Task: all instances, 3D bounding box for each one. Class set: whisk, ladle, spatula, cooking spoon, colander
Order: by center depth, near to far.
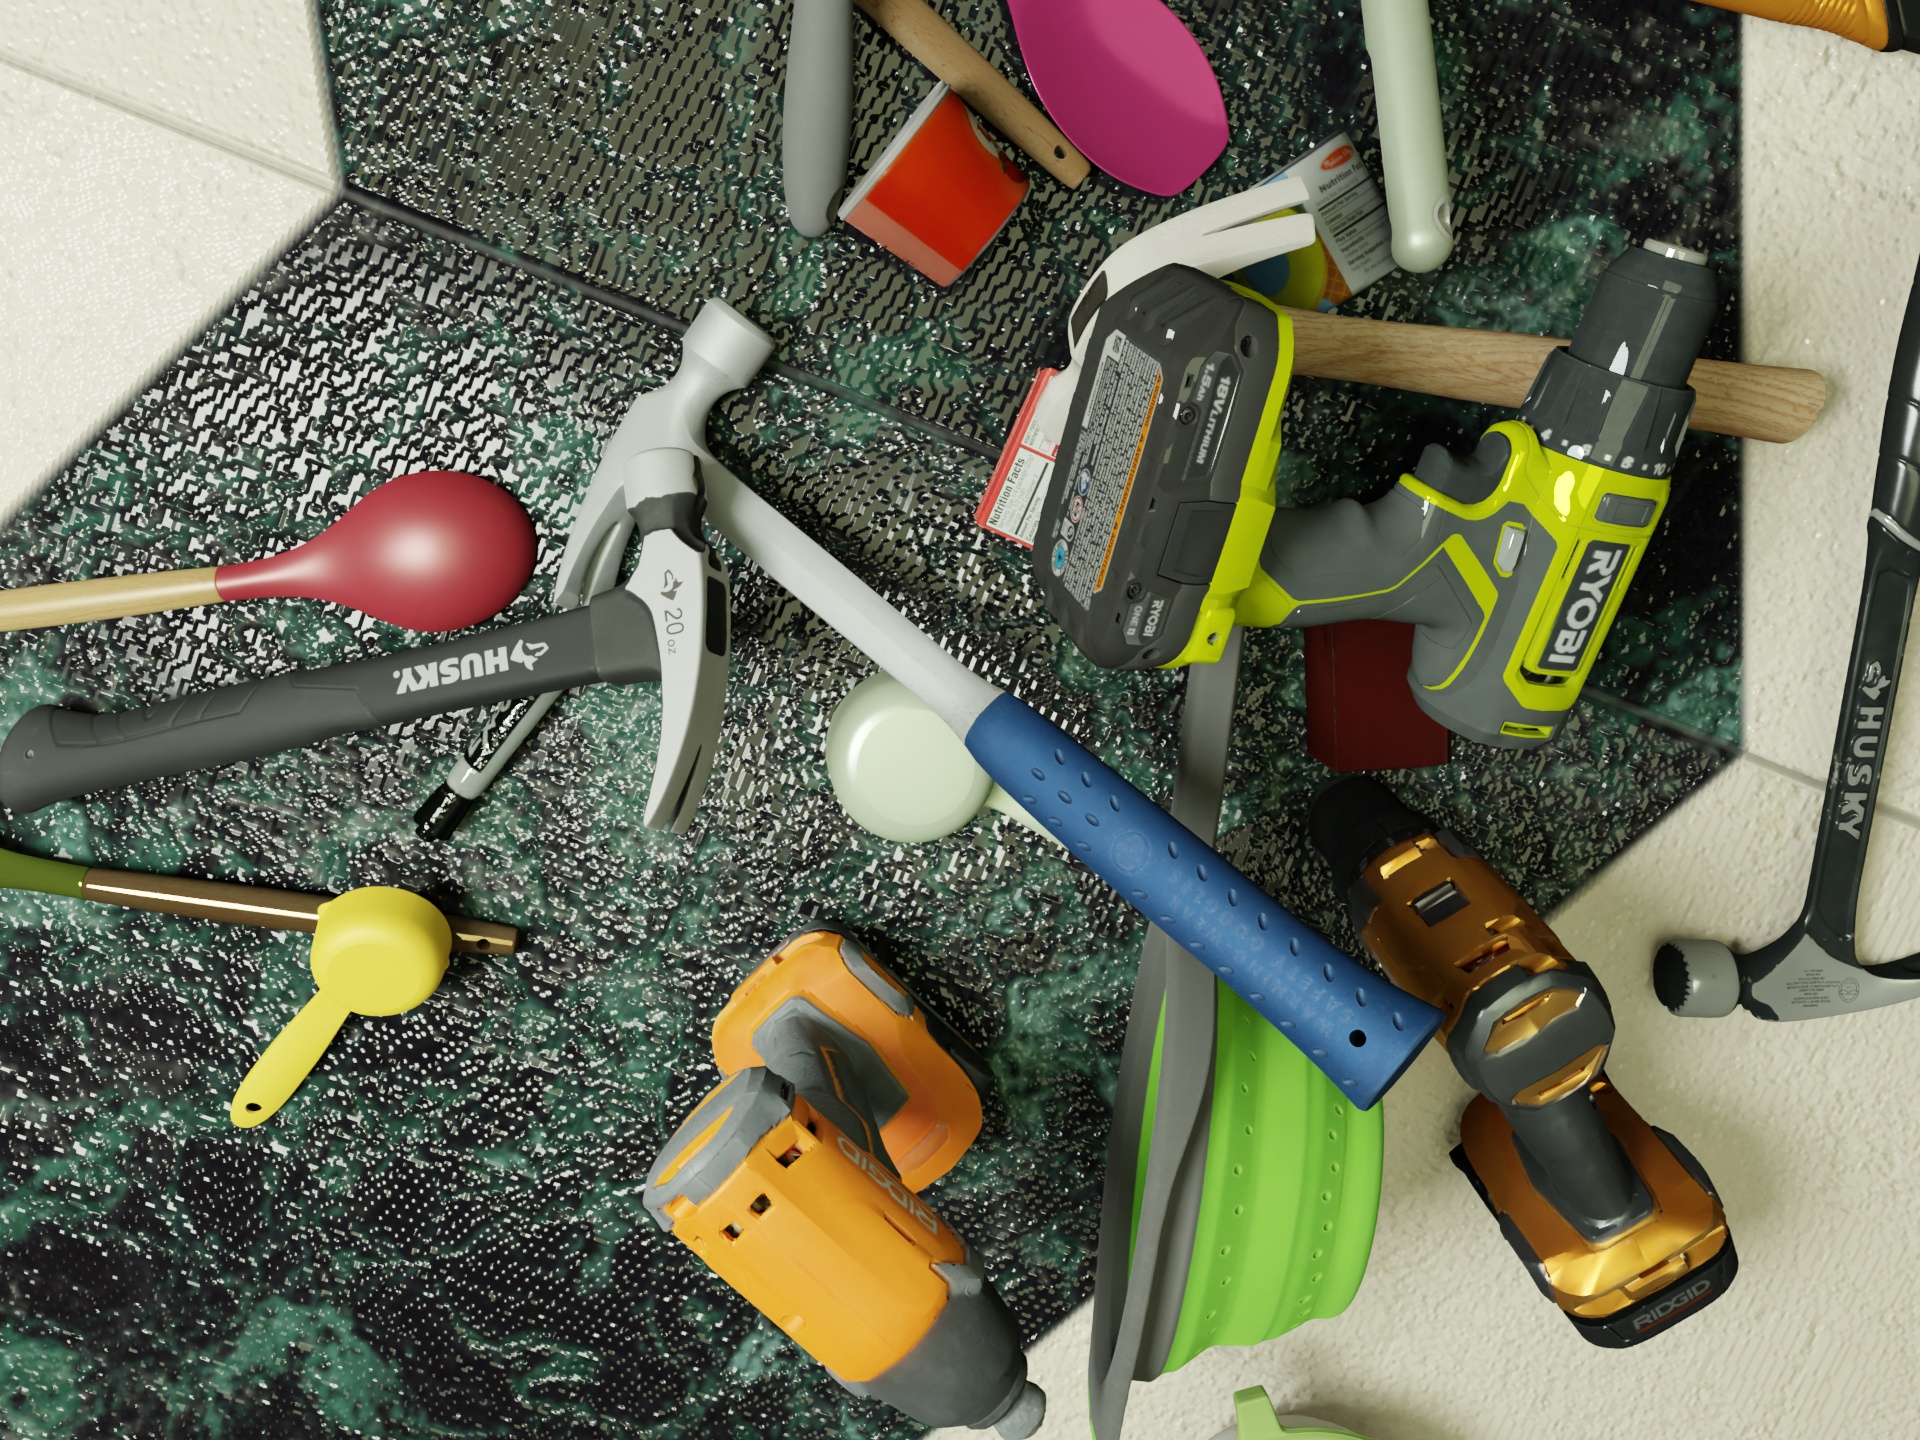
[{"bbox_3d":[-0.050,-0.300,0.602,0.055,0.055,0.238,5,125,-3],"label":"whisk"},{"bbox_3d":[0.168,-0.296,0.624,0.059,0.057,0.246,-8,85,38],"label":"whisk"},{"bbox_3d":[-0.069,-0.325,0.635,0.317,0.044,0.082,39,93,-9],"label":"spatula"},{"bbox_3d":[-0.009,-0.342,0.646,0.069,0.017,0.319,-45,99,-2],"label":"cooking spoon"},{"bbox_3d":[0.125,0.096,0.649,0.094,0.204,0.397,8,84,3],"label":"colander"},{"bbox_3d":[-0.342,-0.057,0.683,0.315,0.031,0.069,-7,101,1],"label":"ladle"},{"bbox_3d":[-0.357,0.081,0.692,0.320,0.062,0.078,9,112,-6],"label":"ladle"}]

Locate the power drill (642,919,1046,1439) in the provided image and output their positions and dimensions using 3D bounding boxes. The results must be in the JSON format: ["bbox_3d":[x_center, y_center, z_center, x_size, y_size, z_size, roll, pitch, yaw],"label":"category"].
[{"bbox_3d":[-0.035,0.178,0.629,0.084,0.226,0.164,-45,98,6],"label":"power drill"}]

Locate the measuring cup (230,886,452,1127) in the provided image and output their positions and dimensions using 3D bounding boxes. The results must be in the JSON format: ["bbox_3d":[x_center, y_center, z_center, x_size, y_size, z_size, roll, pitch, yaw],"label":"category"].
[{"bbox_3d":[-0.282,0.137,0.702,0.062,0.029,0.156,33,110,-25],"label":"measuring cup"}]

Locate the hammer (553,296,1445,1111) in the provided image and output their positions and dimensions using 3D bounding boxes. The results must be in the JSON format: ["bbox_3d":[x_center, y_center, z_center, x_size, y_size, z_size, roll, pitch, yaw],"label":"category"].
[{"bbox_3d":[-0.001,-0.002,0.600,0.406,0.035,0.144,40,99,24],"label":"hammer"}]

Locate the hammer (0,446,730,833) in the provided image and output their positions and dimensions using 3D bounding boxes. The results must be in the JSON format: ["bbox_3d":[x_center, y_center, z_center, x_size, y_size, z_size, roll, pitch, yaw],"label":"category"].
[{"bbox_3d":[-0.250,-0.004,0.649,0.335,0.035,0.146,-11,79,14],"label":"hammer"}]

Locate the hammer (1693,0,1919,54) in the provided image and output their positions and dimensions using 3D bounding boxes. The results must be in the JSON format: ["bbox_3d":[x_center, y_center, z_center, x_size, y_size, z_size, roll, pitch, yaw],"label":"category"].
[{"bbox_3d":[0.349,-0.291,0.653,0.337,0.034,0.127,17,110,-2],"label":"hammer"}]

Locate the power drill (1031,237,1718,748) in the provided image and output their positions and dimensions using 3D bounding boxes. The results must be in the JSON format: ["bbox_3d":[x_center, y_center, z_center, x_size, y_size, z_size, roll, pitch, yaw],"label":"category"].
[{"bbox_3d":[0.156,-0.089,0.571,0.228,0.080,0.190,4,117,-22],"label":"power drill"}]

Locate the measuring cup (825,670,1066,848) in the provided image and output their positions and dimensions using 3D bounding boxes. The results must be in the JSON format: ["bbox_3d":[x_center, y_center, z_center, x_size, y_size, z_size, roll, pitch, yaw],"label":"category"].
[{"bbox_3d":[0.019,0.036,0.702,0.167,0.038,0.083,26,98,-8],"label":"measuring cup"}]

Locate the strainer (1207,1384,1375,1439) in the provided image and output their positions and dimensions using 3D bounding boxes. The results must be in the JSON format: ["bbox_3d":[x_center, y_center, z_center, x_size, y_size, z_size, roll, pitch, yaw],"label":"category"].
[{"bbox_3d":[0.124,0.429,0.759,0.151,0.069,0.256,33,98,-9],"label":"strainer"}]

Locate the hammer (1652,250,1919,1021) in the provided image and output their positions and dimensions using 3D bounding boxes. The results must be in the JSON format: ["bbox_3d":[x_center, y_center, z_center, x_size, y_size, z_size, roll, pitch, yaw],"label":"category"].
[{"bbox_3d":[0.404,-0.060,0.680,0.149,0.036,0.408,1,106,-4],"label":"hammer"}]

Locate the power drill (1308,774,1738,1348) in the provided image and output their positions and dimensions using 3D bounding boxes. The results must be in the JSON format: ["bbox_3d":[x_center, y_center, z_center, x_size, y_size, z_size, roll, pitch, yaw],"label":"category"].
[{"bbox_3d":[0.228,0.135,0.679,0.084,0.186,0.226,-32,118,4],"label":"power drill"}]

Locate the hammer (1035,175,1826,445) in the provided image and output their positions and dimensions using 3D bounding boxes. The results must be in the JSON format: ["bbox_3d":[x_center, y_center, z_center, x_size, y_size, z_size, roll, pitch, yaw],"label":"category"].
[{"bbox_3d":[0.205,-0.145,0.638,0.331,0.130,0.031,3,62,-16],"label":"hammer"}]
